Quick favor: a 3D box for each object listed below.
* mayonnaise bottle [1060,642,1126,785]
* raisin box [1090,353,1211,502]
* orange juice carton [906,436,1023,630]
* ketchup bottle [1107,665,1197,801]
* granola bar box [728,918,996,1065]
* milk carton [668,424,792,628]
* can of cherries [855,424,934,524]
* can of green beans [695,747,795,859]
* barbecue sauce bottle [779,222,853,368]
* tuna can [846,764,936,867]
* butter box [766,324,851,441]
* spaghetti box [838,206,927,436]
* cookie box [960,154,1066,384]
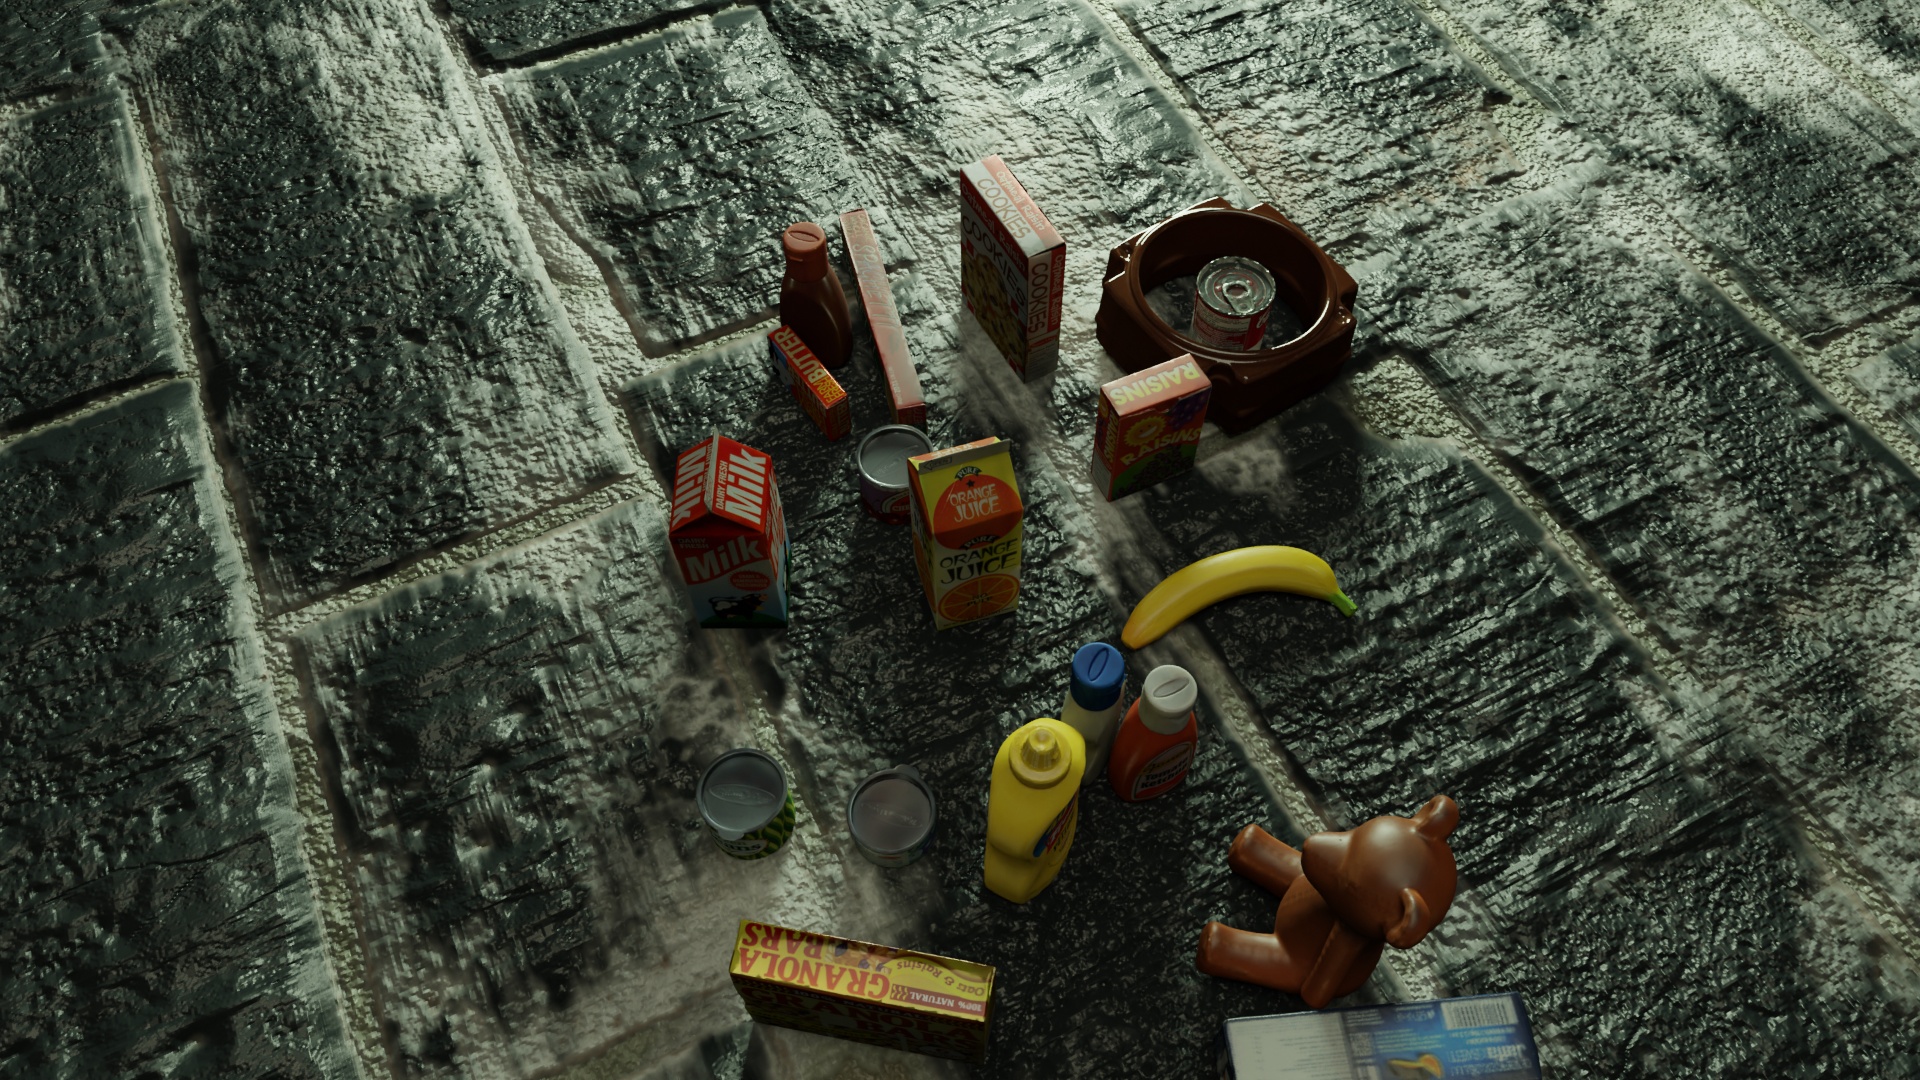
[{"bbox_3d":[0.095,0.124,1.012,0.041,0.147,0.065,22,60,14],"label":"mayonnaise bottle"},{"bbox_3d":[0.158,-0.092,1.165,0.086,0.122,0.040,-20,60,-12],"label":"raisin box"},{"bbox_3d":[0.004,-0.013,1.075,0.072,0.191,0.073,-15,59,-9],"label":"orange juice carton"},{"bbox_3d":[0.142,0.138,1.002,0.065,0.148,0.044,-22,60,-13],"label":"ketchup bottle"},{"bbox_3d":[-0.061,0.300,0.914,0.166,0.123,0.039,9,58,6],"label":"granola bar box"},{"bbox_3d":[-0.178,-0.006,1.073,0.073,0.189,0.073,-1,57,0],"label":"milk carton"},{"bbox_3d":[-0.053,-0.053,1.180,0.071,0.058,0.072,0,57,0],"label":"can of cherries"},{"bbox_3d":[-0.157,0.194,1.022,0.071,0.057,0.071,0,57,0],"label":"can of green beans"},{"bbox_3d":[-0.132,-0.217,1.233,0.065,0.147,0.044,17,59,11],"label":"barbecue sauce bottle"},{"bbox_3d":[-0.050,0.204,1.030,0.071,0.032,0.071,0,57,0],"label":"tuna can"},{"bbox_3d":[-0.135,-0.141,1.241,0.024,0.053,0.104,-31,62,-18],"label":"butter box"},{"bbox_3d":[-0.073,-0.203,1.282,0.029,0.050,0.251,-13,58,-7],"label":"spaghetti box"},{"bbox_3d":[0.045,-0.239,1.235,0.040,0.166,0.123,-24,60,-14],"label":"cookie box"}]
